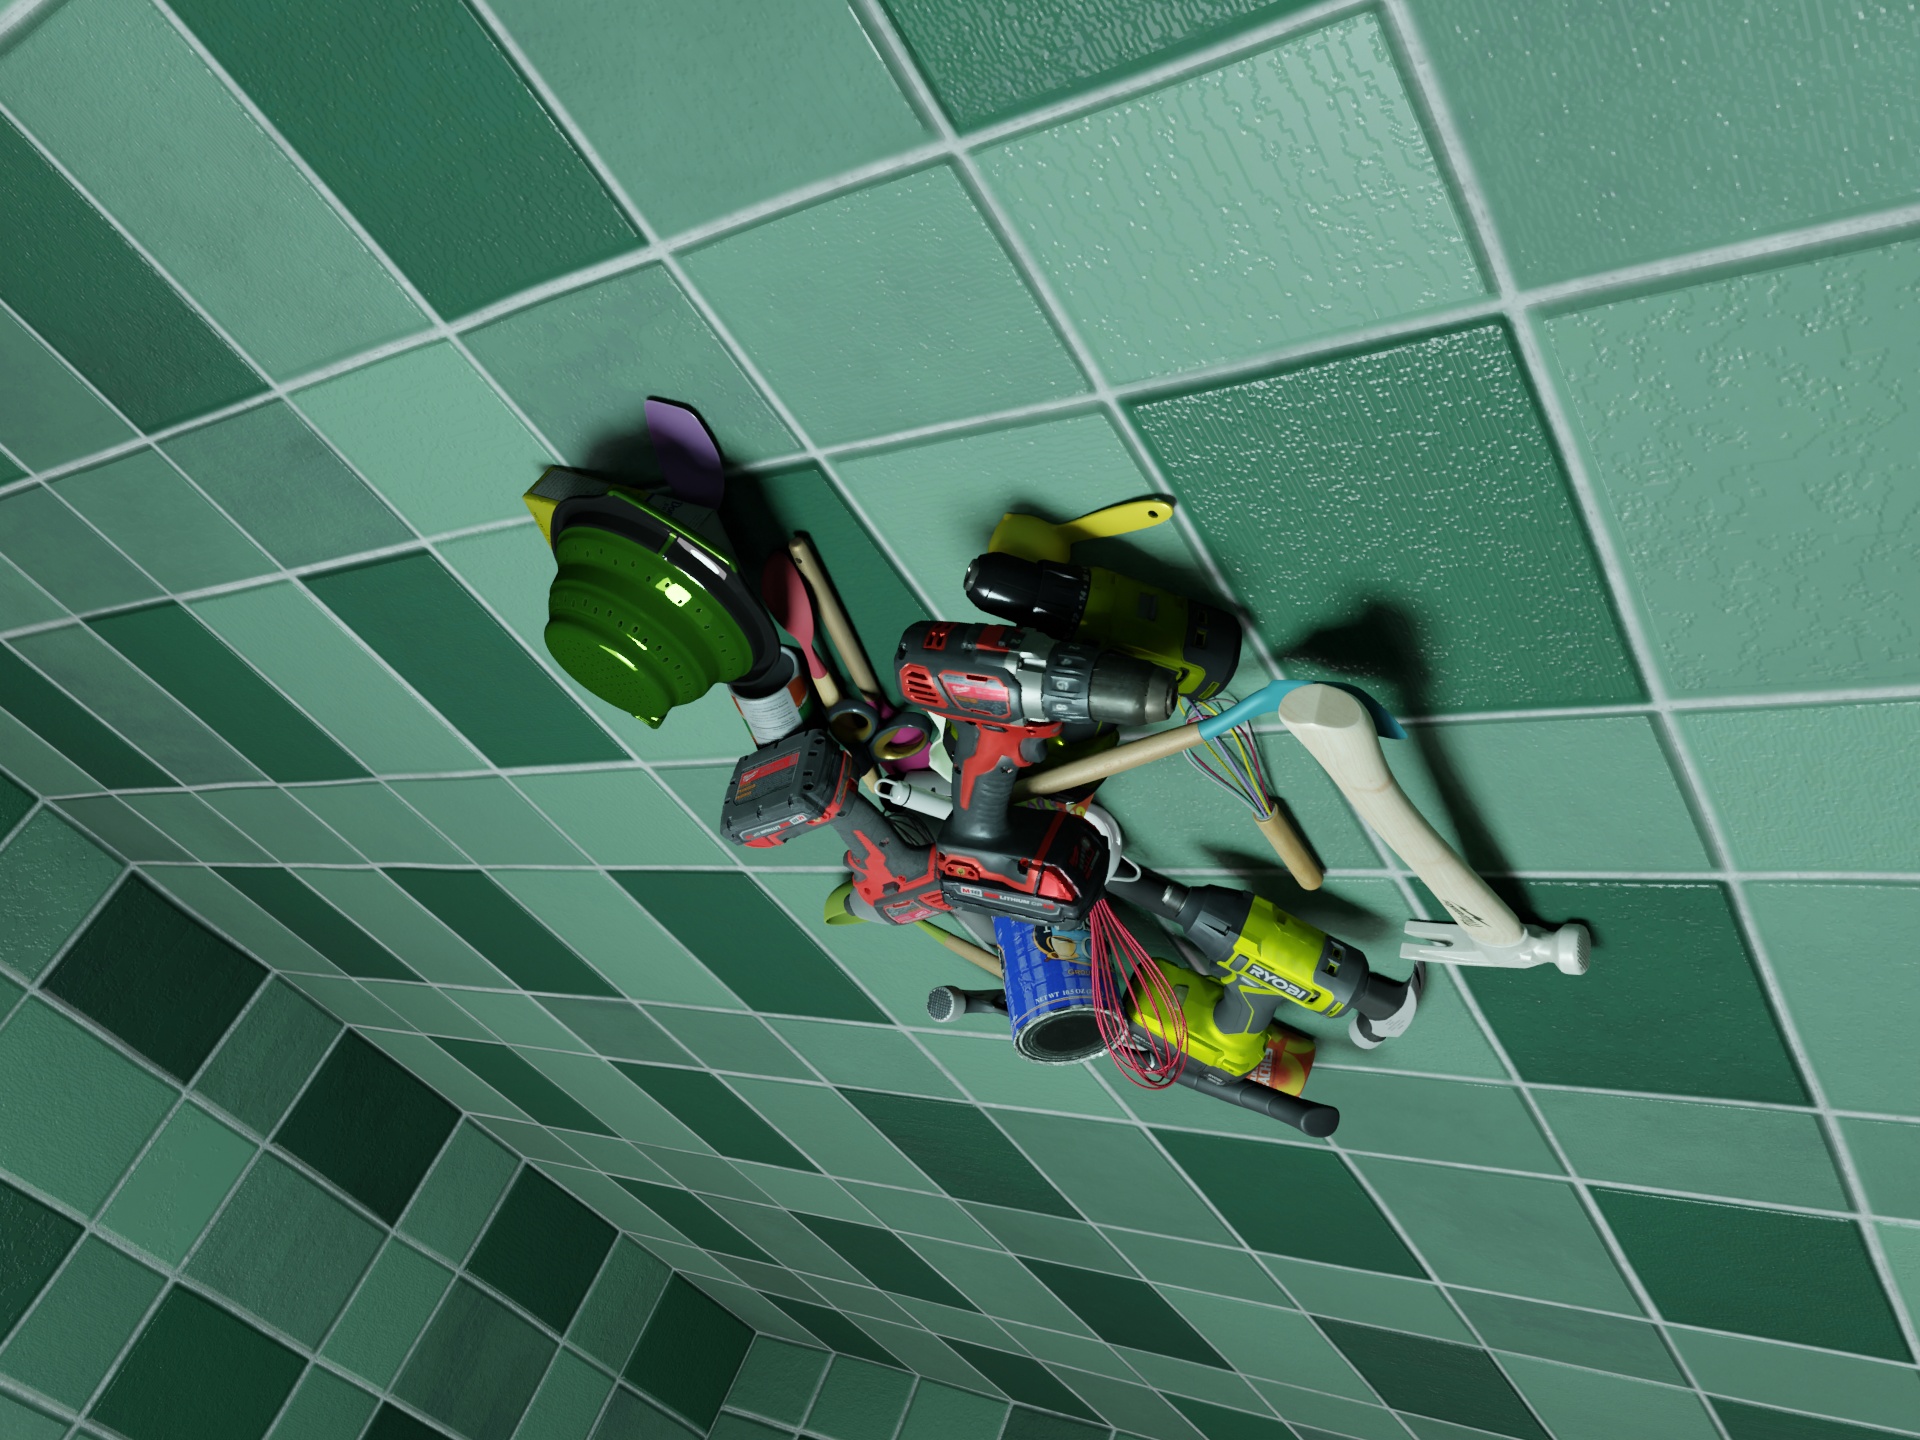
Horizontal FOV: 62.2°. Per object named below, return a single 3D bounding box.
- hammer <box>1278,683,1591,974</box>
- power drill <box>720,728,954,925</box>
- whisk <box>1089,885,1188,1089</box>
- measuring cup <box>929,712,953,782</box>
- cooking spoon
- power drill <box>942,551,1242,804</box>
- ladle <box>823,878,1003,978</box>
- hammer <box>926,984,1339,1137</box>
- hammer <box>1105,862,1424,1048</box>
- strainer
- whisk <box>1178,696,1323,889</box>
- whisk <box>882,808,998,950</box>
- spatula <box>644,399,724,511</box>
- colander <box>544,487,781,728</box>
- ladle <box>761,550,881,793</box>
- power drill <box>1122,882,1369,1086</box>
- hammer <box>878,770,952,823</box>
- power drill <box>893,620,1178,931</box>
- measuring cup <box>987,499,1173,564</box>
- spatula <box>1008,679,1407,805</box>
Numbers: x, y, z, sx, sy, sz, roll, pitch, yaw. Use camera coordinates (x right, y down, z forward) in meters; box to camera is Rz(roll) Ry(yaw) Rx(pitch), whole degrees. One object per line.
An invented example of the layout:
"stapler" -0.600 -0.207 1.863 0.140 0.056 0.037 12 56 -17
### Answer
"hammer" 0.315 0.087 1.126 0.146 0.038 0.410 -2 150 38
"power drill" -0.098 0.108 1.389 0.143 0.079 0.219 -21 133 35
"whisk" 0.120 0.167 1.322 0.073 0.073 0.296 -19 92 49
"measuring cup" -0.002 -0.004 1.301 0.083 0.038 0.167 2 138 34
"cooking spoon" -0.082 -0.037 1.326 0.069 0.017 0.318 8 144 26
"power drill" 0.069 -0.034 1.145 0.190 0.080 0.228 17 149 -11
"ladle" 0.005 0.240 1.578 0.320 0.062 0.078 25 175 21
"hammer" 0.169 0.322 1.529 0.409 0.036 0.149 12 -179 35
"hammer" 0.245 0.186 1.396 0.335 0.035 0.146 25 149 3
"strainer" 0.039 0.089 1.333 0.258 0.087 0.050 20 -175 -28
"whisk" 0.228 0.060 1.222 0.047 0.051 0.244 -8 137 35
"whisk" -0.014 0.159 1.533 0.055 0.055 0.238 -3 142 38
"spatula" -0.198 -0.131 1.276 0.060 0.018 0.315 18 146 17
"colander" -0.264 -0.041 1.281 0.204 0.094 0.397 32 156 -1
"ladle" -0.112 -0.027 1.348 0.069 0.031 0.315 49 167 36
"power drill" 0.225 0.221 1.361 0.171 0.080 0.223 27 146 2
"hammer" 0.044 0.158 1.493 0.127 0.034 0.336 -1 141 26
"power drill" 0.057 0.035 1.087 0.188 0.080 0.226 8 130 20
"measuring cup" 0.079 -0.121 1.079 0.156 0.029 0.062 -10 133 47
"spatula" 0.146 0.023 1.107 0.317 0.044 0.082 -20 144 31
